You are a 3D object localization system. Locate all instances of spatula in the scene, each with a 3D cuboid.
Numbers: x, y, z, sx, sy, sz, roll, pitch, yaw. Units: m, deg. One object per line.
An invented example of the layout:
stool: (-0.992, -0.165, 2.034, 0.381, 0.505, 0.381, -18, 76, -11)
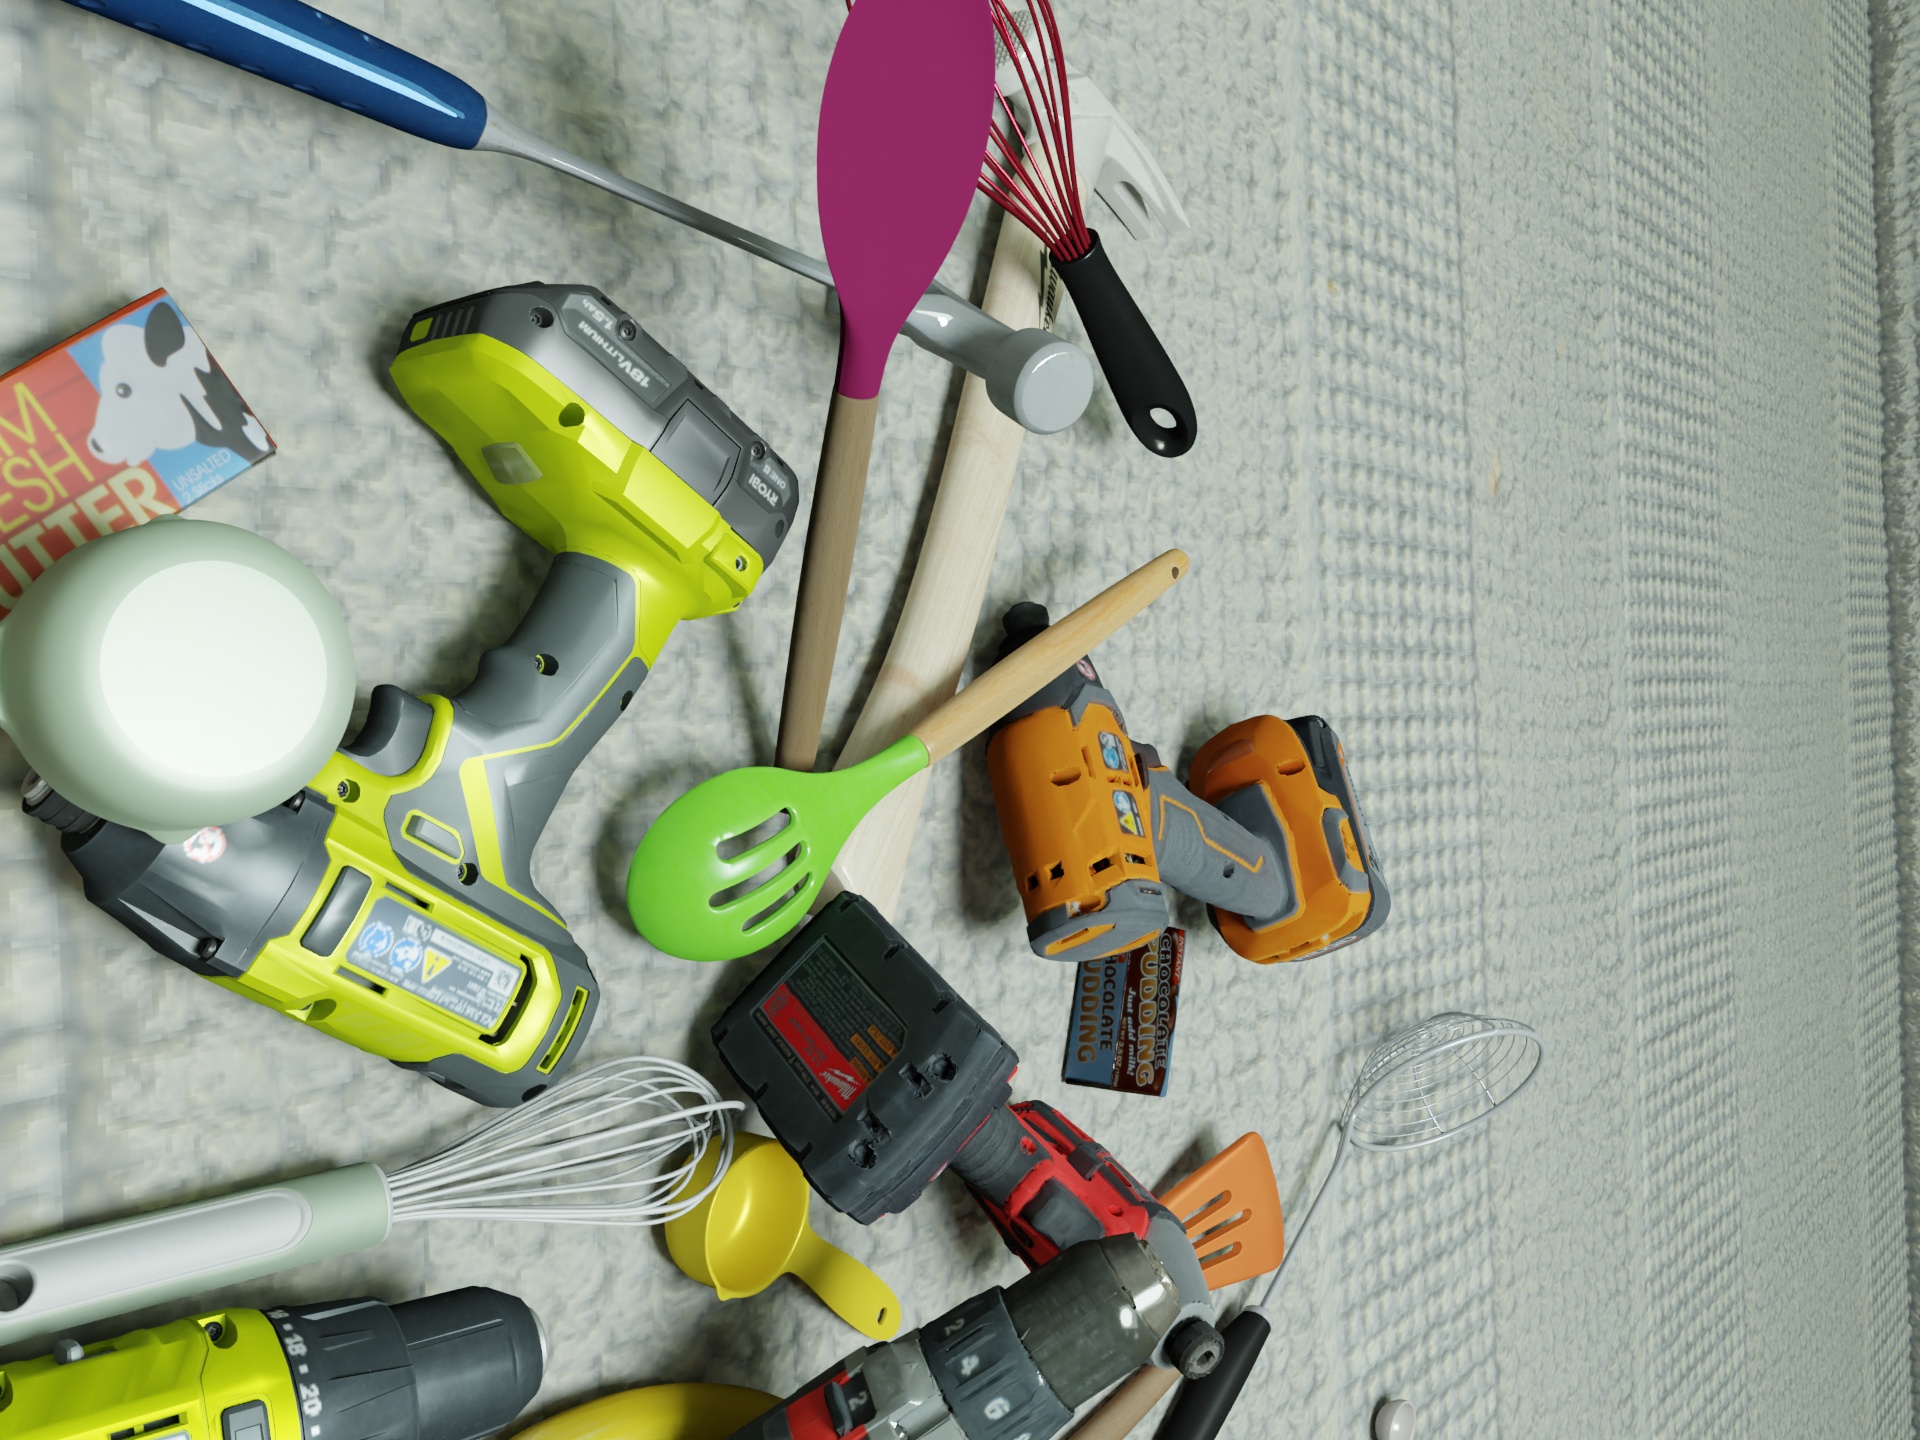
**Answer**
spatula: (0.055, 0.299, 0.729, 0.322, 0.041, 0.081, -28, 110, -48)
spatula: (0.017, 0.359, 0.701, 0.316, 0.018, 0.059, -19, 130, -48)

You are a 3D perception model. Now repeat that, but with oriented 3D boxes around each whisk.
whisk: (0.039, -0.212, 0.663, 0.295, 0.073, 0.073, 51, 53, -44)
whisk: (-0.170, 0.144, 0.481, 0.246, 0.059, 0.058, -2, 64, -44)

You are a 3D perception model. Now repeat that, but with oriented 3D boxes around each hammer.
hammer: (0.013, -0.104, 0.704, 0.146, 0.038, 0.411, 33, 65, -44)
hammer: (-0.142, -0.180, 0.489, 0.405, 0.144, 0.035, 13, 110, -39)

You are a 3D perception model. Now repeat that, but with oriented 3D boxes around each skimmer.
skimmer: (0.218, 0.298, 0.880, 0.363, 0.090, 0.127, -47, 153, -36)

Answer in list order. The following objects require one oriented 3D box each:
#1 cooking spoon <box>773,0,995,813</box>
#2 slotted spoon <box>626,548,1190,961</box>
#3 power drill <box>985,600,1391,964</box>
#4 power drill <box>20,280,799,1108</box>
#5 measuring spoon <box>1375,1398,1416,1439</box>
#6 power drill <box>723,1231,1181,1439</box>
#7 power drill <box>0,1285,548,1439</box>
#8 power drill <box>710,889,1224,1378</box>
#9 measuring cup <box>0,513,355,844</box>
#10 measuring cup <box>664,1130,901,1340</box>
cooking spoon: (-0.039, -0.087, 0.526, 0.069, 0.017, 0.318, -26, 143, -39)
slotted spoon: (-0.001, -0.002, 0.633, 0.314, 0.031, 0.070, -35, 121, -37)
power drill: (0.101, 0.034, 0.754, 0.226, 0.084, 0.164, 12, 56, -45)
power drill: (-0.153, -0.015, 0.485, 0.171, 0.080, 0.223, 41, 62, -40)
measuring spoon: (0.255, 0.479, 0.978, 0.034, 0.018, 0.124, 26, 77, -45)
power drill: (0.023, 0.289, 0.568, 0.188, 0.080, 0.226, -33, 123, -2)
power drill: (-0.187, 0.267, 0.401, 0.190, 0.080, 0.228, -2, 79, -40)
power drill: (0.015, 0.171, 0.612, 0.078, 0.143, 0.219, -46, 128, -5)
measuring cup: (-0.217, -0.012, 0.353, 0.167, 0.038, 0.083, 1, 86, -45)
measuring cup: (-0.065, 0.209, 0.620, 0.062, 0.029, 0.156, -64, 143, -27)
